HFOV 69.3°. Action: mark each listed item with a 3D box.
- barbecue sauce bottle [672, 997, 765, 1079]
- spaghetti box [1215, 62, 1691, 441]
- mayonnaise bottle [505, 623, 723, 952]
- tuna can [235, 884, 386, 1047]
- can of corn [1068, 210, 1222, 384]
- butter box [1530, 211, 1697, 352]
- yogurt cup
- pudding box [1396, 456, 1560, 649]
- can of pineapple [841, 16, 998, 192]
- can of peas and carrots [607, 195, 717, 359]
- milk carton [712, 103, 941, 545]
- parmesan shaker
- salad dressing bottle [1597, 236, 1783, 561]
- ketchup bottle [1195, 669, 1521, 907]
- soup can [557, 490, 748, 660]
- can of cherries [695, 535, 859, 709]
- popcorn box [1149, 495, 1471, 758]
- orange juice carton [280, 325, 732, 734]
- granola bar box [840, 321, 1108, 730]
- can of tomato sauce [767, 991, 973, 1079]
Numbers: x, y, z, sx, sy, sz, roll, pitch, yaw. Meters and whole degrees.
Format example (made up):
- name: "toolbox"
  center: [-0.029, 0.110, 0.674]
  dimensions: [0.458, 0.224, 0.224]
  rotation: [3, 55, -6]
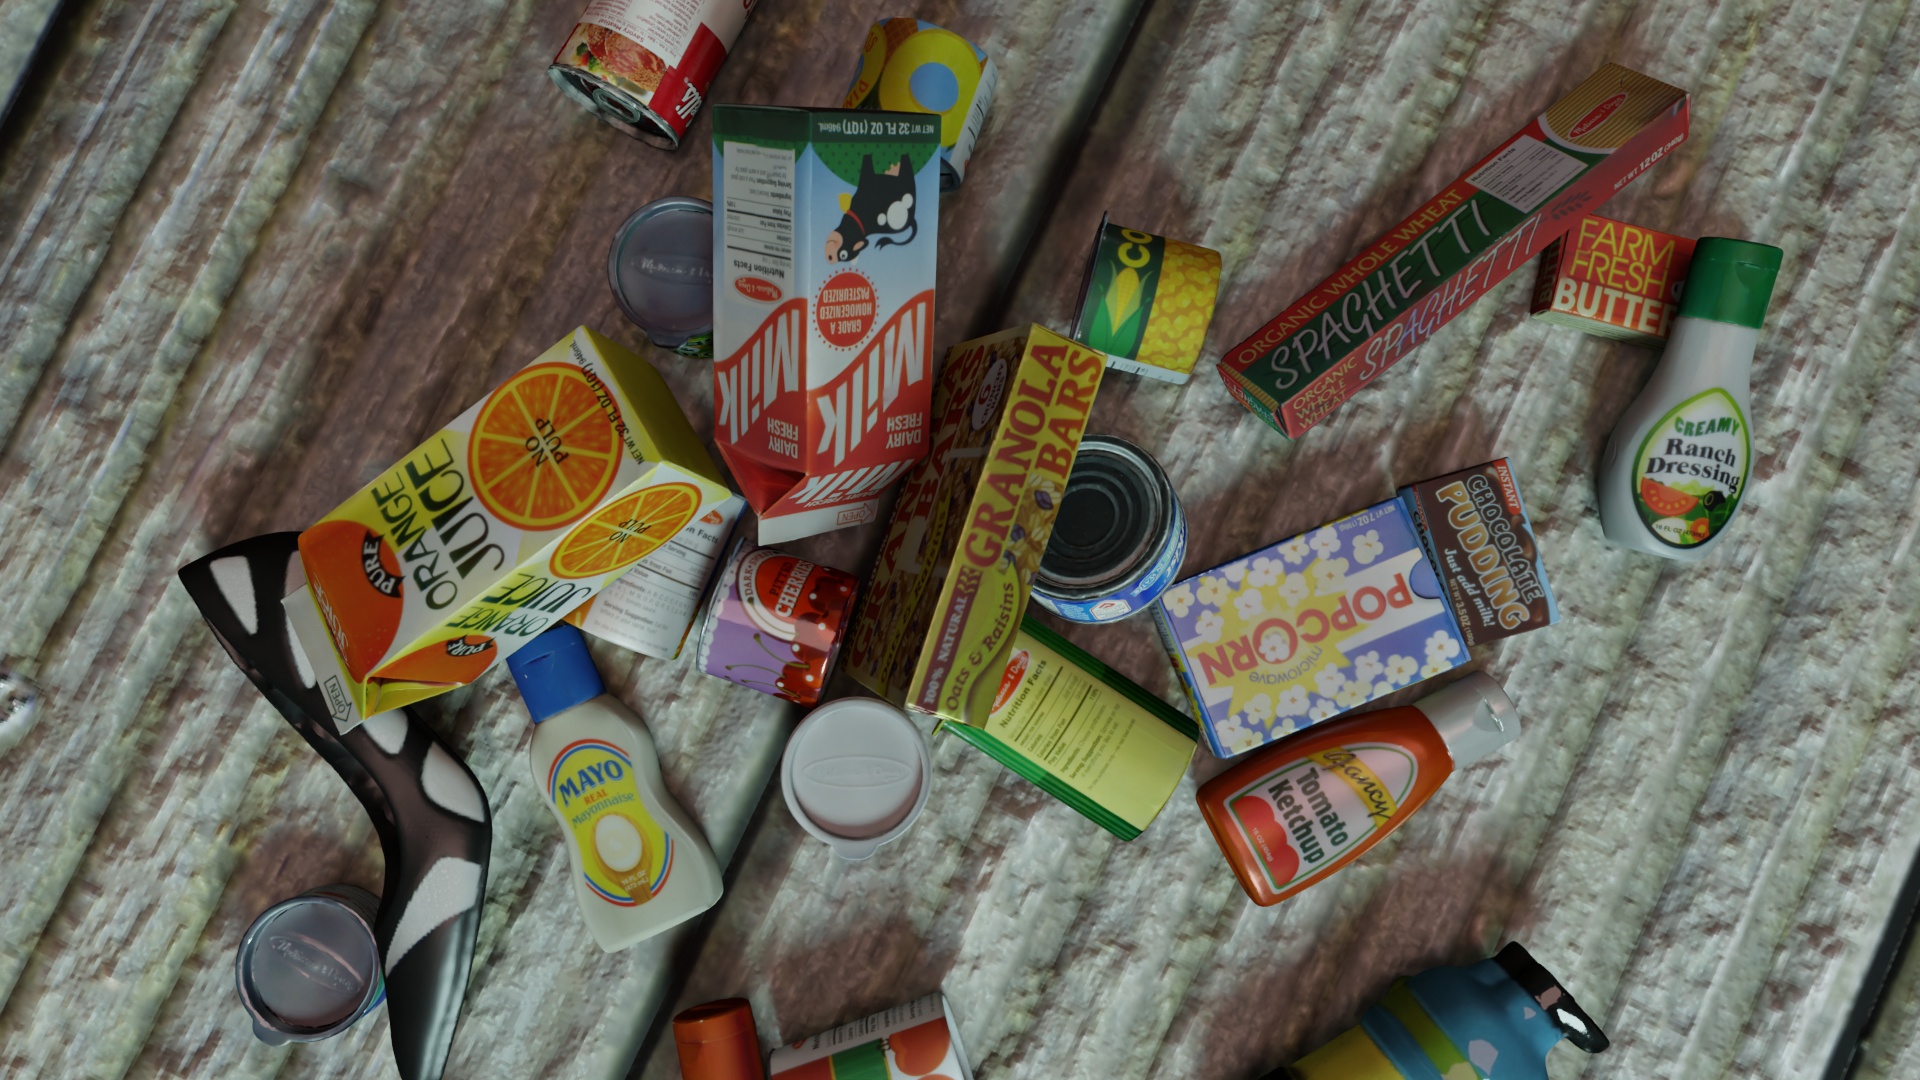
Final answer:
- name: "barbecue sauce bottle"
  center: [-0.100, 0.288, 0.634]
  dimensions: [0.064, 0.044, 0.148]
  rotation: [-16, 83, 36]
- name: "spaghetti box"
  center: [0.236, -0.140, 0.667]
  dimensions: [0.250, 0.028, 0.050]
  rotation: [-37, 46, -3]
- name: "mayonnaise bottle"
  center: [-0.168, 0.113, 0.651]
  dimensions: [0.065, 0.041, 0.148]
  rotation: [-25, 87, 0]
- name: "tuna can"
  center: [-0.299, 0.198, 0.648]
  dimensions: [0.071, 0.033, 0.071]
  rotation: [0, 86, -1]
- name: "can of corn"
  center: [0.087, -0.114, 0.655]
  dimensions: [0.058, 0.071, 0.071]
  rotation: [14, 86, -1]
- name: "butter box"
  center: [0.338, -0.123, 0.681]
  dimensions: [0.103, 0.024, 0.053]
  rotation: [15, 87, 0]
- name: "yogurt cup"
  center: [-0.047, 0.105, 0.646]
  dimensions: [0.072, 0.054, 0.072]
  rotation: [0, 86, -1]
- name: "pudding box"
  center: [0.249, 0.007, 0.668]
  dimensions: [0.050, 0.030, 0.083]
  rotation: [-15, 87, -3]
- name: "can of pineapple"
  center: [-0.023, -0.207, 0.661]
  dimensions: [0.071, 0.071, 0.058]
  rotation: [19, 86, 1]
- name: "can of peas and carrots"
  center: [-0.128, -0.120, 0.658]
  dimensions: [0.071, 0.058, 0.071]
  rotation: [0, 87, 0]
- name: "milk carton"
  center: [-0.061, -0.093, 0.617]
  dimensions: [0.072, 0.073, 0.189]
  rotation: [-13, 113, -42]
- name: "parmesan shaker"
  center: [0.048, 0.087, 0.643]
  dimensions: [0.103, 0.071, 0.071]
  rotation: [33, 87, 1]
- name: "salad dressing bottle"
  center: [0.344, -0.066, 0.651]
  dimensions: [0.064, 0.044, 0.147]
  rotation: [11, 100, 1]
- name: "ketchup bottle"
  center: [0.189, 0.111, 0.654]
  dimensions: [0.149, 0.043, 0.065]
  rotation: [-28, 87, -3]
- name: "soup can"
  center: [-0.146, 0.005, 0.648]
  dimensions: [0.071, 0.071, 0.084]
  rotation: [24, 87, 1]
- name: "can of cherries"
  center: [-0.083, 0.037, 0.642]
  dimensions: [0.058, 0.071, 0.071]
  rotation: [19, 87, 1]
- name: "popcorn box"
  center: [0.163, 0.041, 0.661]
  dimensions: [0.127, 0.038, 0.085]
  rotation: [-22, 86, -2]
- name: "orange juice carton"
  center: [-0.201, 0.000, 0.587]
  dimensions: [0.192, 0.073, 0.072]
  rotation: [-35, 75, 7]
- name: "granola bar box"
  center: [0.002, -0.008, 0.618]
  dimensions: [0.039, 0.124, 0.165]
  rotation: [20, 86, -17]
- name: "can of tomato sauce"
  center: [-0.037, 0.252, 0.630]
  dimensions: [0.083, 0.071, 0.071]
  rotation: [-19, 87, -2]
